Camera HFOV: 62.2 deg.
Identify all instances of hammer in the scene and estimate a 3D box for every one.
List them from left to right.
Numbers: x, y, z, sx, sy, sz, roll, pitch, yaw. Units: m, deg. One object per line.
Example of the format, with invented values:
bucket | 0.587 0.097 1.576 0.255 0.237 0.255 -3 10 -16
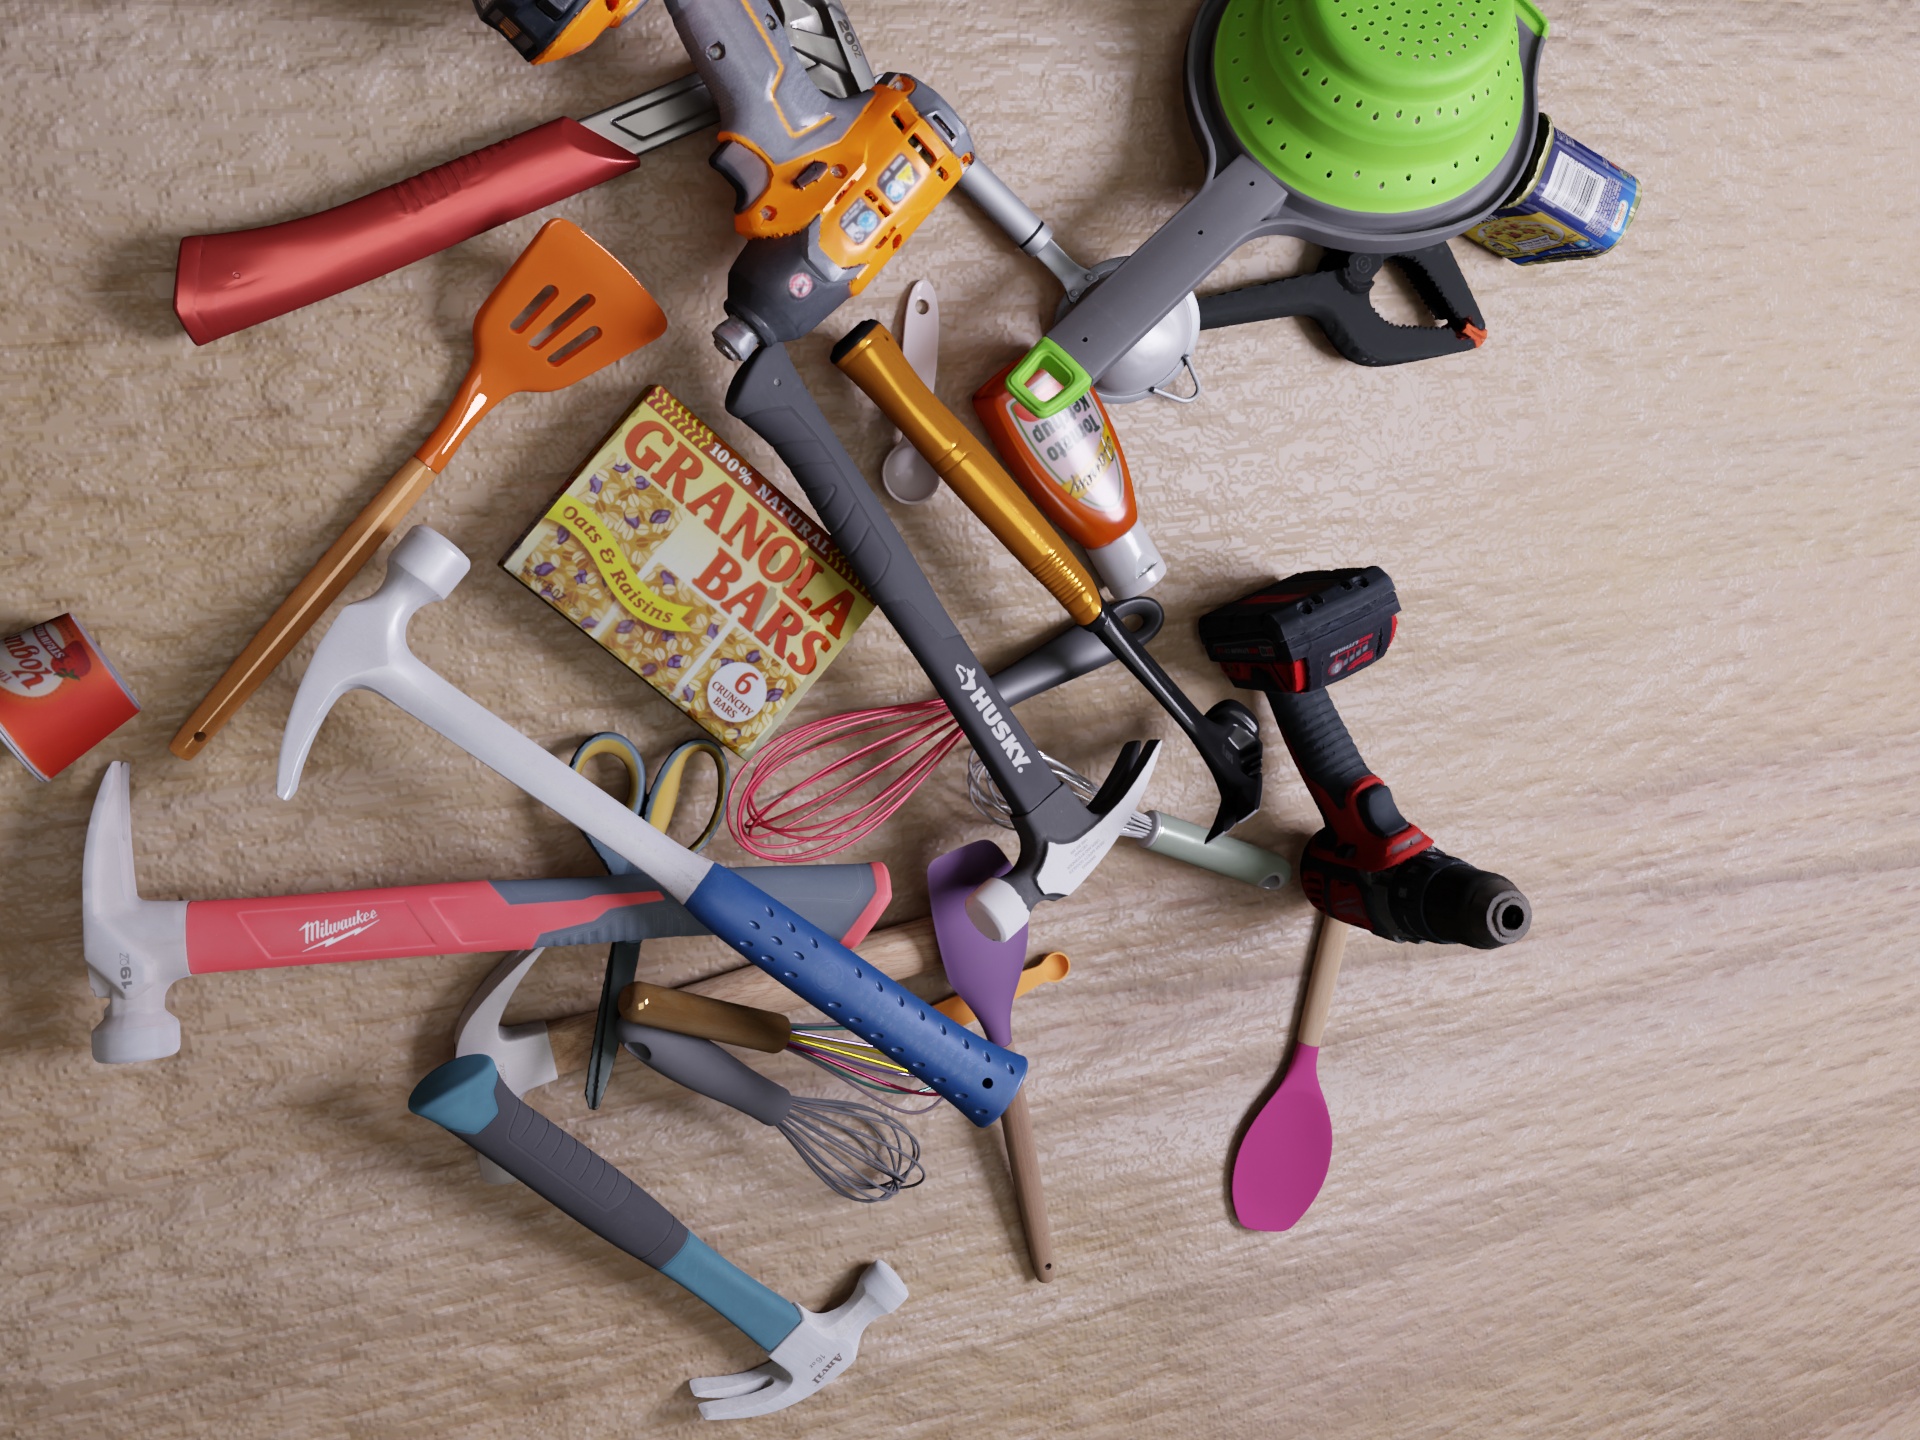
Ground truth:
hammer | -0.227 0.083 0.804 0.386 0.038 0.143 -3 88 -14
hammer | -0.206 -0.262 0.784 0.359 0.037 0.149 -29 109 -15
hammer | -0.170 0.285 0.884 0.128 0.033 0.330 -45 121 -6
hammer | -0.142 0.079 0.787 0.405 0.035 0.144 36 77 -8
hammer | -0.118 0.152 0.903 0.331 0.031 0.130 -13 105 -19
hammer | -0.016 -0.055 0.853 0.146 0.035 0.334 -39 105 -24
hammer | 0.051 -0.080 0.865 0.034 0.127 0.336 -37 104 24

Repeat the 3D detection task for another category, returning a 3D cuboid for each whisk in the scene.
whisk | -0.102 0.216 0.887 0.238 0.055 0.055 41 84 -38
whisk | -0.081 0.176 0.872 0.244 0.047 0.051 24 111 -42
whisk | -0.001 -0.003 0.907 0.296 0.073 0.073 -28 109 -21
whisk | 0.108 0.063 0.971 0.246 0.059 0.057 20 129 -28

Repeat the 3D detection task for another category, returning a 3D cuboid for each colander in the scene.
colander | 0.172 -0.310 0.841 0.204 0.094 0.397 44 78 7

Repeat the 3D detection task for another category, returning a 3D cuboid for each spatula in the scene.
spatula | -0.277 -0.105 0.783 0.322 0.041 0.080 -51 131 -4
spatula | 0.030 0.214 0.961 0.060 0.018 0.315 -19 114 -22

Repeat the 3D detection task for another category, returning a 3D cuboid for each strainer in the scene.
strainer | 0.047 -0.260 0.882 0.258 0.050 0.087 40 108 -18

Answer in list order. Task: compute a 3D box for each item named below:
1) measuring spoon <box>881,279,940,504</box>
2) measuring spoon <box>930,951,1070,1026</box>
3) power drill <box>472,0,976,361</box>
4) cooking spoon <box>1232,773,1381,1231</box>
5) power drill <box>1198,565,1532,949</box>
measuring spoon | -0.026 -0.182 0.886 0.034 0.018 0.124 3 92 -22
measuring spoon | 0.013 0.169 0.972 0.117 0.011 0.021 -22 108 -13
power drill | -0.118 -0.292 0.753 0.226 0.084 0.164 42 83 -27
cooking spoon | 0.238 0.190 1.059 0.068 0.017 0.319 10 97 -15
power drill | 0.239 0.029 0.932 0.080 0.188 0.226 -24 100 -15
